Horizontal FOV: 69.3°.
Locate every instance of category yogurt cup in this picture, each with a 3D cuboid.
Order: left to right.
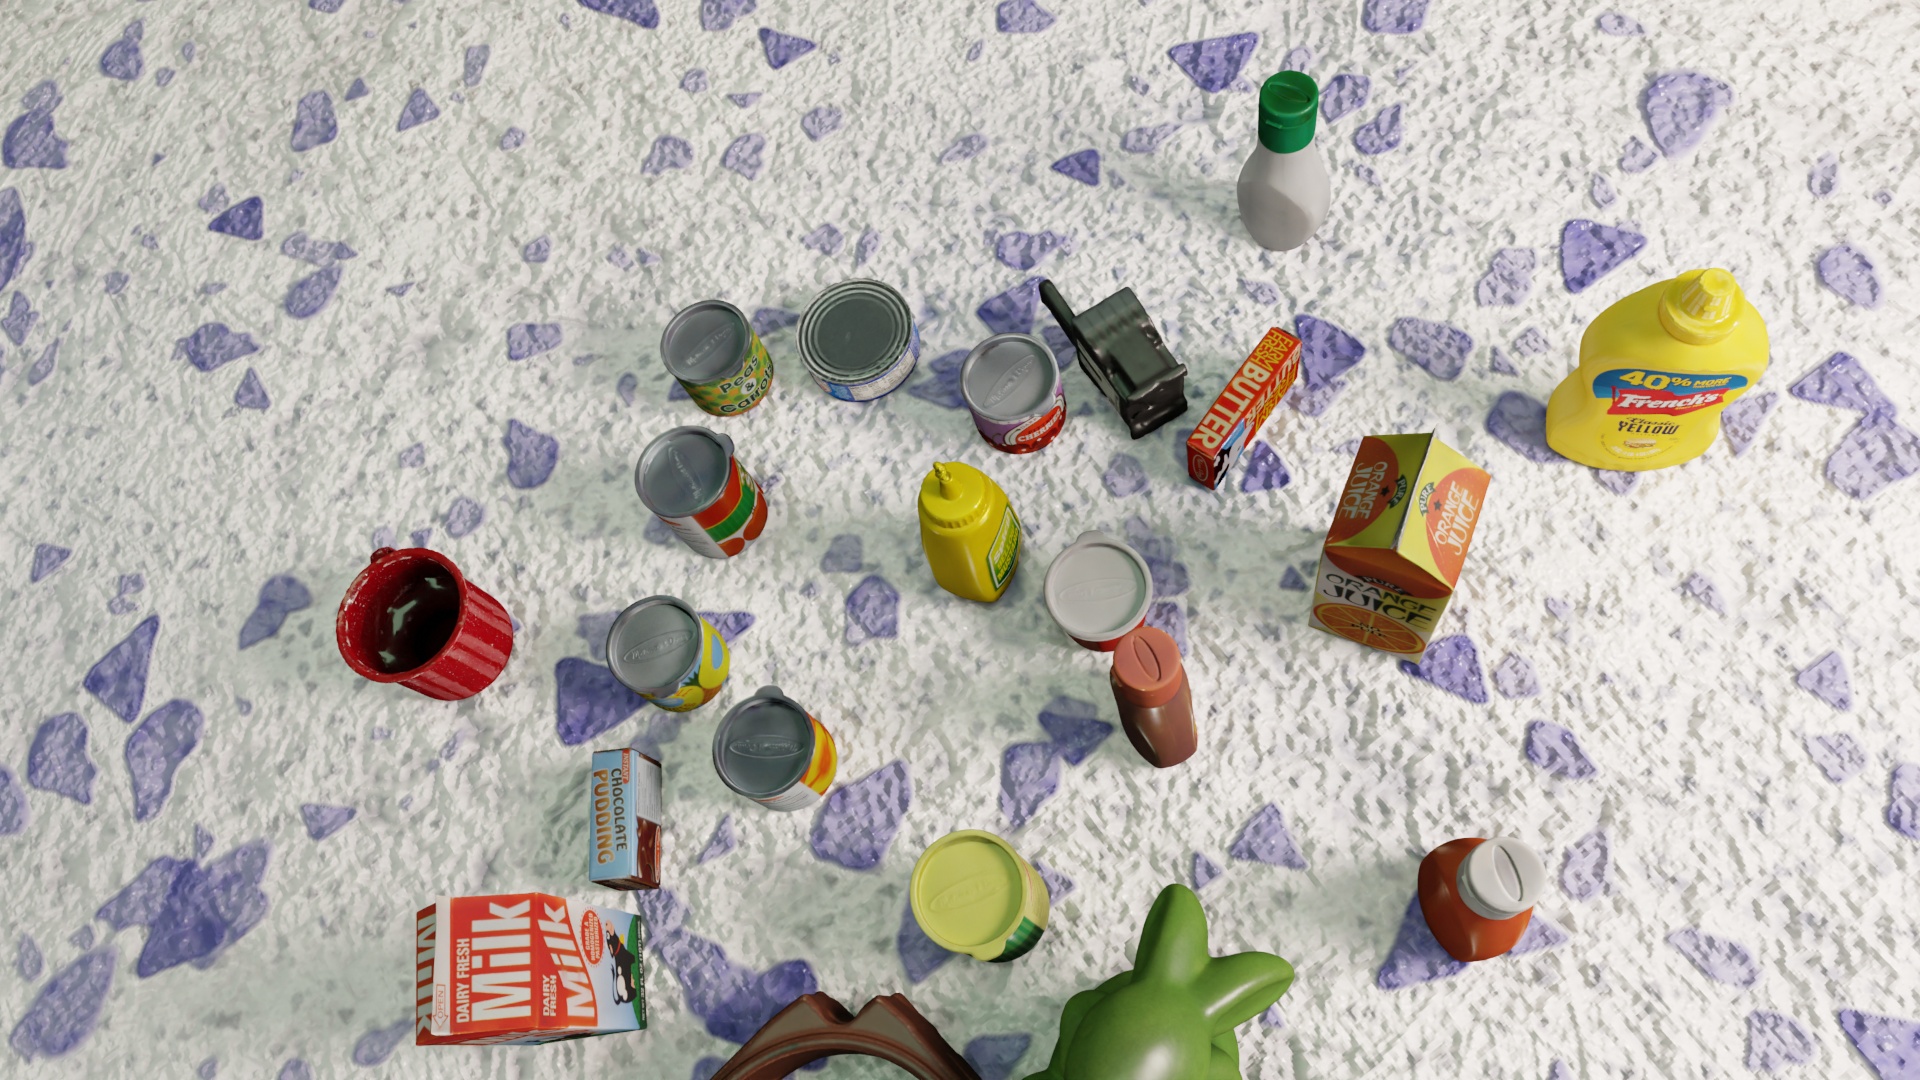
[{"bbox_3d":[0.089,0.038,0.884,0.072,0.053,0.072,-4,69,9],"label":"yogurt cup"}]

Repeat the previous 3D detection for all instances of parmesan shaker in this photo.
[{"bbox_3d":[0.014,0.211,0.804,0.071,0.102,0.071,-4,69,9],"label":"parmesan shaker"}]

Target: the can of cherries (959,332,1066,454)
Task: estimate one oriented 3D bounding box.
[{"bbox_3d":[0.038,-0.097,0.943,0.071,0.058,0.072,-4,69,9],"label":"can of cherries"}]

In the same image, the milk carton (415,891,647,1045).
[{"bbox_3d":[-0.250,0.247,0.792,0.073,0.190,0.072,-11,68,7],"label":"milk carton"}]

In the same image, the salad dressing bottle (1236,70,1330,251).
[{"bbox_3d":[0.215,-0.249,0.921,0.064,0.147,0.044,30,78,20],"label":"salad dressing bottle"}]

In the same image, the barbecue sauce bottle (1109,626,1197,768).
[{"bbox_3d":[0.111,0.089,0.809,0.044,0.148,0.065,-25,67,1],"label":"barbecue sauce bottle"}]

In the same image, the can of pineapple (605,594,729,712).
[{"bbox_3d":[-0.193,0.078,0.919,0.071,0.057,0.071,-4,69,9],"label":"can of pineapple"}]

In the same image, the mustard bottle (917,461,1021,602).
[{"bbox_3d":[0.003,-0.011,0.861,0.049,0.159,0.065,15,73,16],"label":"mustard bottle"}]

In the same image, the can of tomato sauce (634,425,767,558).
[{"bbox_3d":[-0.173,-0.033,0.945,0.071,0.083,0.071,-4,69,9],"label":"can of tomato sauce"}]

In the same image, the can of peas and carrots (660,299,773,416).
[{"bbox_3d":[-0.172,-0.128,0.995,0.071,0.058,0.071,-4,69,9],"label":"can of peas and carrots"}]

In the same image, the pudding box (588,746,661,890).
[{"bbox_3d":[-0.213,0.179,0.888,0.030,0.049,0.084,-8,68,8],"label":"pudding box"}]

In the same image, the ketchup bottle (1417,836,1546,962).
[{"bbox_3d":[0.277,0.187,0.739,0.043,0.148,0.065,-18,67,4],"label":"ketchup bottle"}]

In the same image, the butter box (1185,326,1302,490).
[{"bbox_3d":[0.186,-0.087,0.915,0.024,0.053,0.104,34,78,20],"label":"butter box"}]

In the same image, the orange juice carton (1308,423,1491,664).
[{"bbox_3d":[0.249,0.003,0.792,0.073,0.192,0.072,20,74,17],"label":"orange juice carton"}]

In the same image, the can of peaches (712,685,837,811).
[{"bbox_3d":[-0.116,0.133,0.883,0.071,0.058,0.071,-4,69,9],"label":"can of peaches"}]
